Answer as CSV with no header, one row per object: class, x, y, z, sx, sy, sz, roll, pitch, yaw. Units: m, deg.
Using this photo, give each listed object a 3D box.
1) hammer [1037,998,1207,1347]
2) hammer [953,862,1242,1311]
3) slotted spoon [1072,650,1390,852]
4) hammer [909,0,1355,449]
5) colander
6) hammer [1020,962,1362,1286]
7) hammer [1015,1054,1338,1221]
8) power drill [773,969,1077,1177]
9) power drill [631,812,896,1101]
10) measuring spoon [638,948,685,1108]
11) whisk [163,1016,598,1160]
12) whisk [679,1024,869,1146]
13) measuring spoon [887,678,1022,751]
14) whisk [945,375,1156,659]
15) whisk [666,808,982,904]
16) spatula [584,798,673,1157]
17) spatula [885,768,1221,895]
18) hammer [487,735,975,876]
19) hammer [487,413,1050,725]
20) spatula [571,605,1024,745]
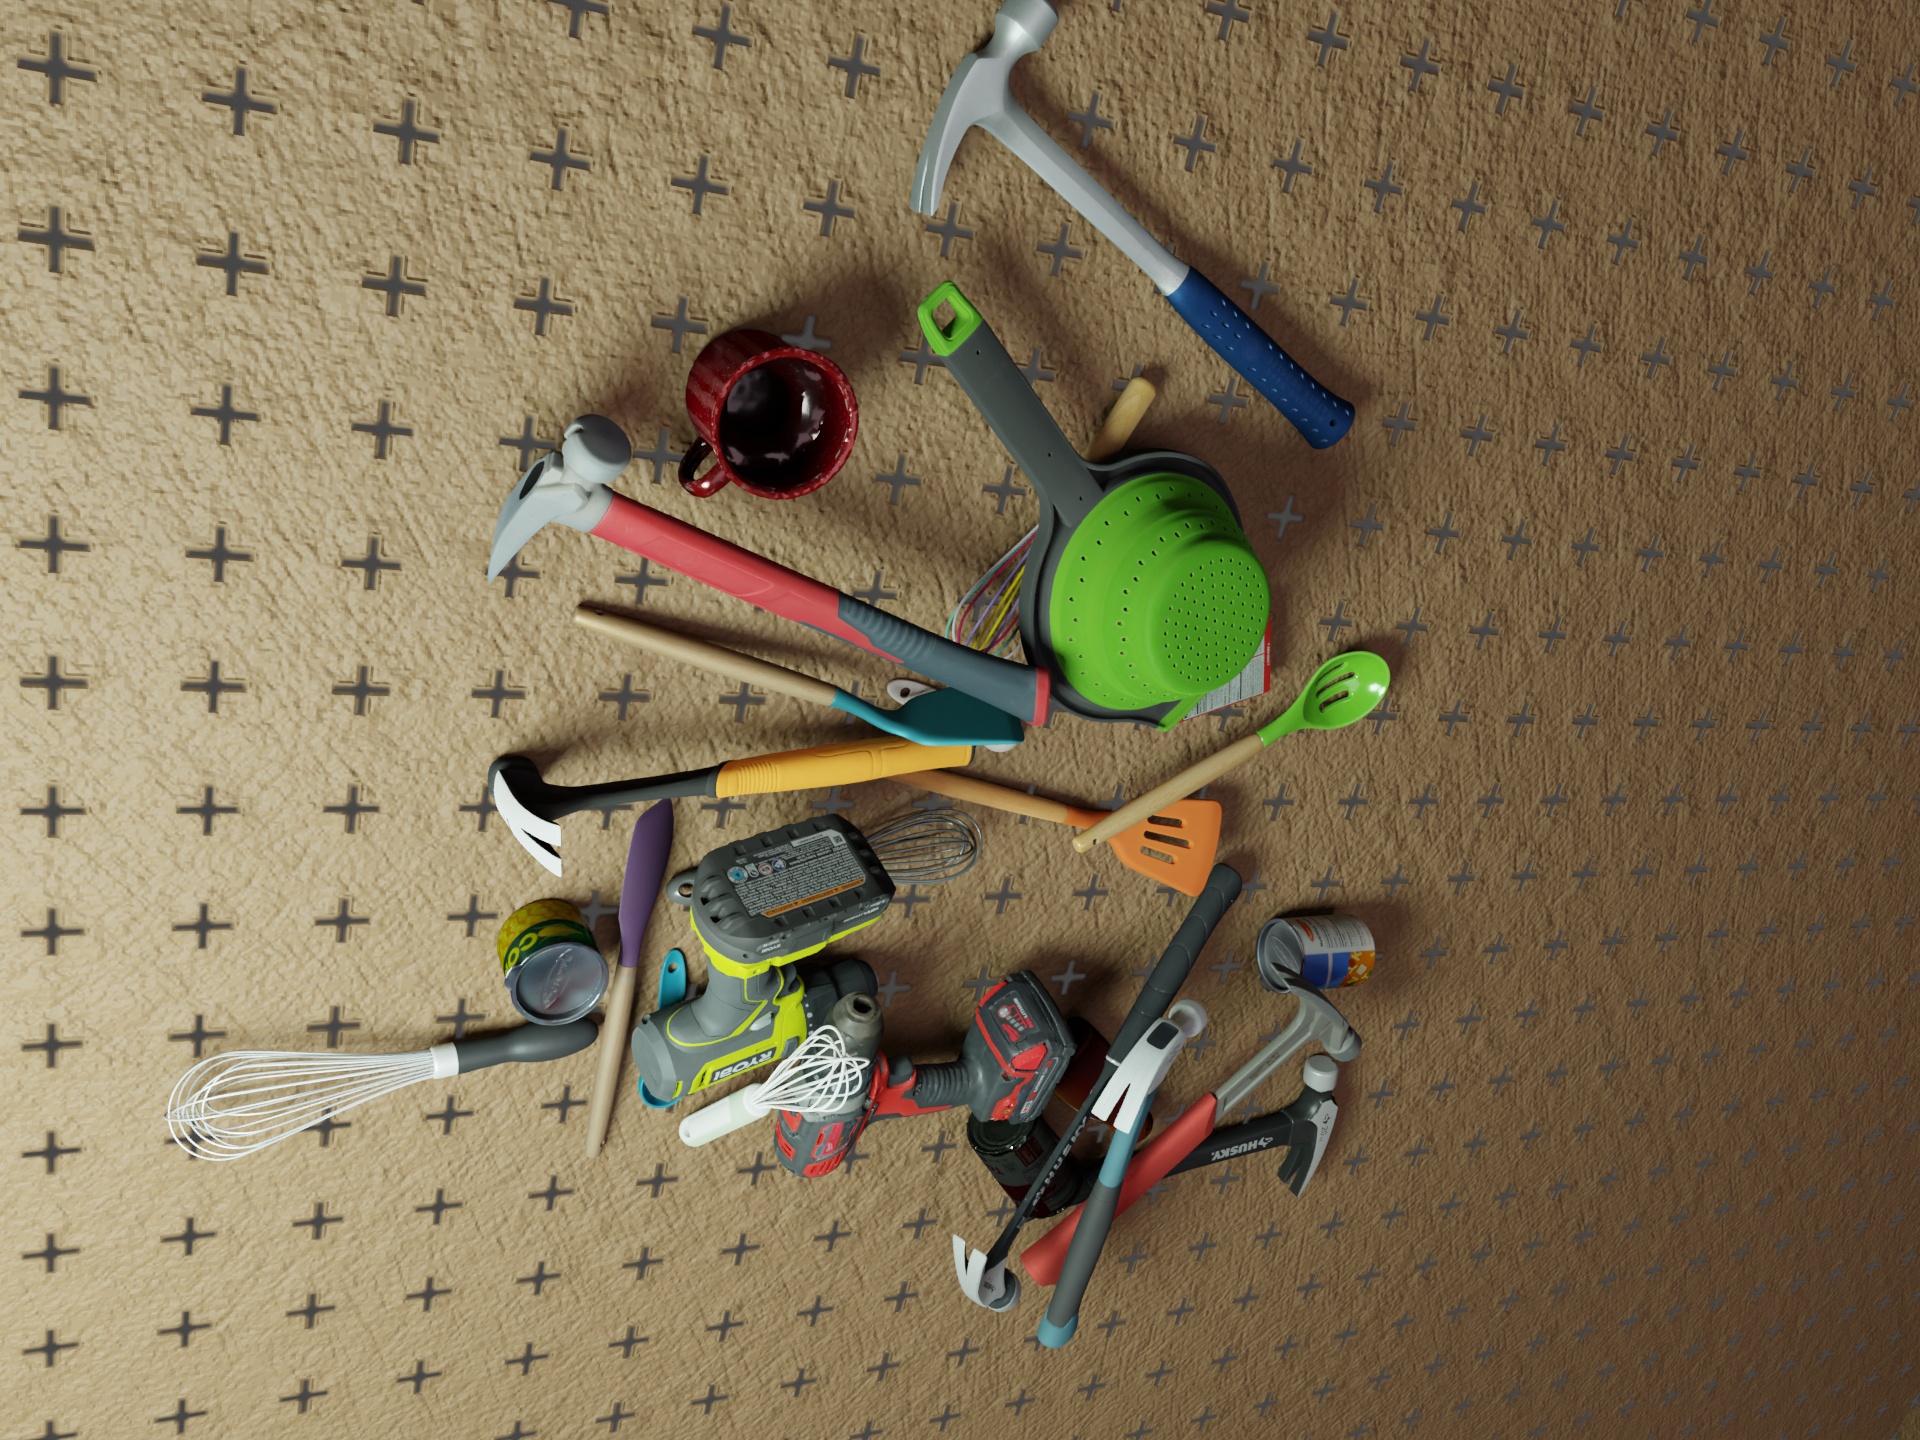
hammer,0.123,0.391,1.327,0.128,0.033,0.330,-24,135,-55
hammer,0.118,0.291,1.302,0.409,0.036,0.149,-56,153,-15
slotted spoon,0.219,0.026,1.279,0.314,0.031,0.070,-28,124,-19
hammer,0.136,-0.301,1.081,0.405,0.035,0.144,31,98,-35
colander,0.105,-0.132,1.070,0.204,0.095,0.396,-48,127,-9
hammer,0.188,0.364,1.395,0.359,0.037,0.149,-43,130,6
hammer,0.205,0.413,1.488,0.334,0.035,0.146,-9,118,-23
power drill,-0.027,0.260,1.223,0.226,0.080,0.187,-8,137,-30
power drill,-0.125,0.170,1.127,0.190,0.080,0.228,-16,147,-32
measuring spoon,-0.221,0.228,1.188,0.042,0.021,0.128,-4,108,-36
whisk,-0.386,0.239,1.085,0.284,0.070,0.070,-7,118,-30
whisk,-0.143,0.273,1.152,0.059,0.058,0.246,5,153,-36
measuring spoon,-0.002,-0.004,1.175,0.124,0.018,0.034,22,104,-33
whisk,0.065,-0.137,1.132,0.245,0.051,0.047,-57,146,4
whisk,-0.097,0.104,1.168,0.239,0.055,0.055,-8,118,-19
spatula,-0.241,0.192,1.140,0.060,0.018,0.315,-41,150,-60
spatula,0.065,0.068,1.233,0.322,0.041,0.081,16,87,-31
hammer,-0.136,0.039,1.074,0.336,0.127,0.034,-8,114,-29
hammer,-0.104,-0.068,1.022,0.386,0.038,0.143,23,140,-31
spatula,-0.107,-0.034,1.082,0.317,0.082,0.044,17,120,-25
